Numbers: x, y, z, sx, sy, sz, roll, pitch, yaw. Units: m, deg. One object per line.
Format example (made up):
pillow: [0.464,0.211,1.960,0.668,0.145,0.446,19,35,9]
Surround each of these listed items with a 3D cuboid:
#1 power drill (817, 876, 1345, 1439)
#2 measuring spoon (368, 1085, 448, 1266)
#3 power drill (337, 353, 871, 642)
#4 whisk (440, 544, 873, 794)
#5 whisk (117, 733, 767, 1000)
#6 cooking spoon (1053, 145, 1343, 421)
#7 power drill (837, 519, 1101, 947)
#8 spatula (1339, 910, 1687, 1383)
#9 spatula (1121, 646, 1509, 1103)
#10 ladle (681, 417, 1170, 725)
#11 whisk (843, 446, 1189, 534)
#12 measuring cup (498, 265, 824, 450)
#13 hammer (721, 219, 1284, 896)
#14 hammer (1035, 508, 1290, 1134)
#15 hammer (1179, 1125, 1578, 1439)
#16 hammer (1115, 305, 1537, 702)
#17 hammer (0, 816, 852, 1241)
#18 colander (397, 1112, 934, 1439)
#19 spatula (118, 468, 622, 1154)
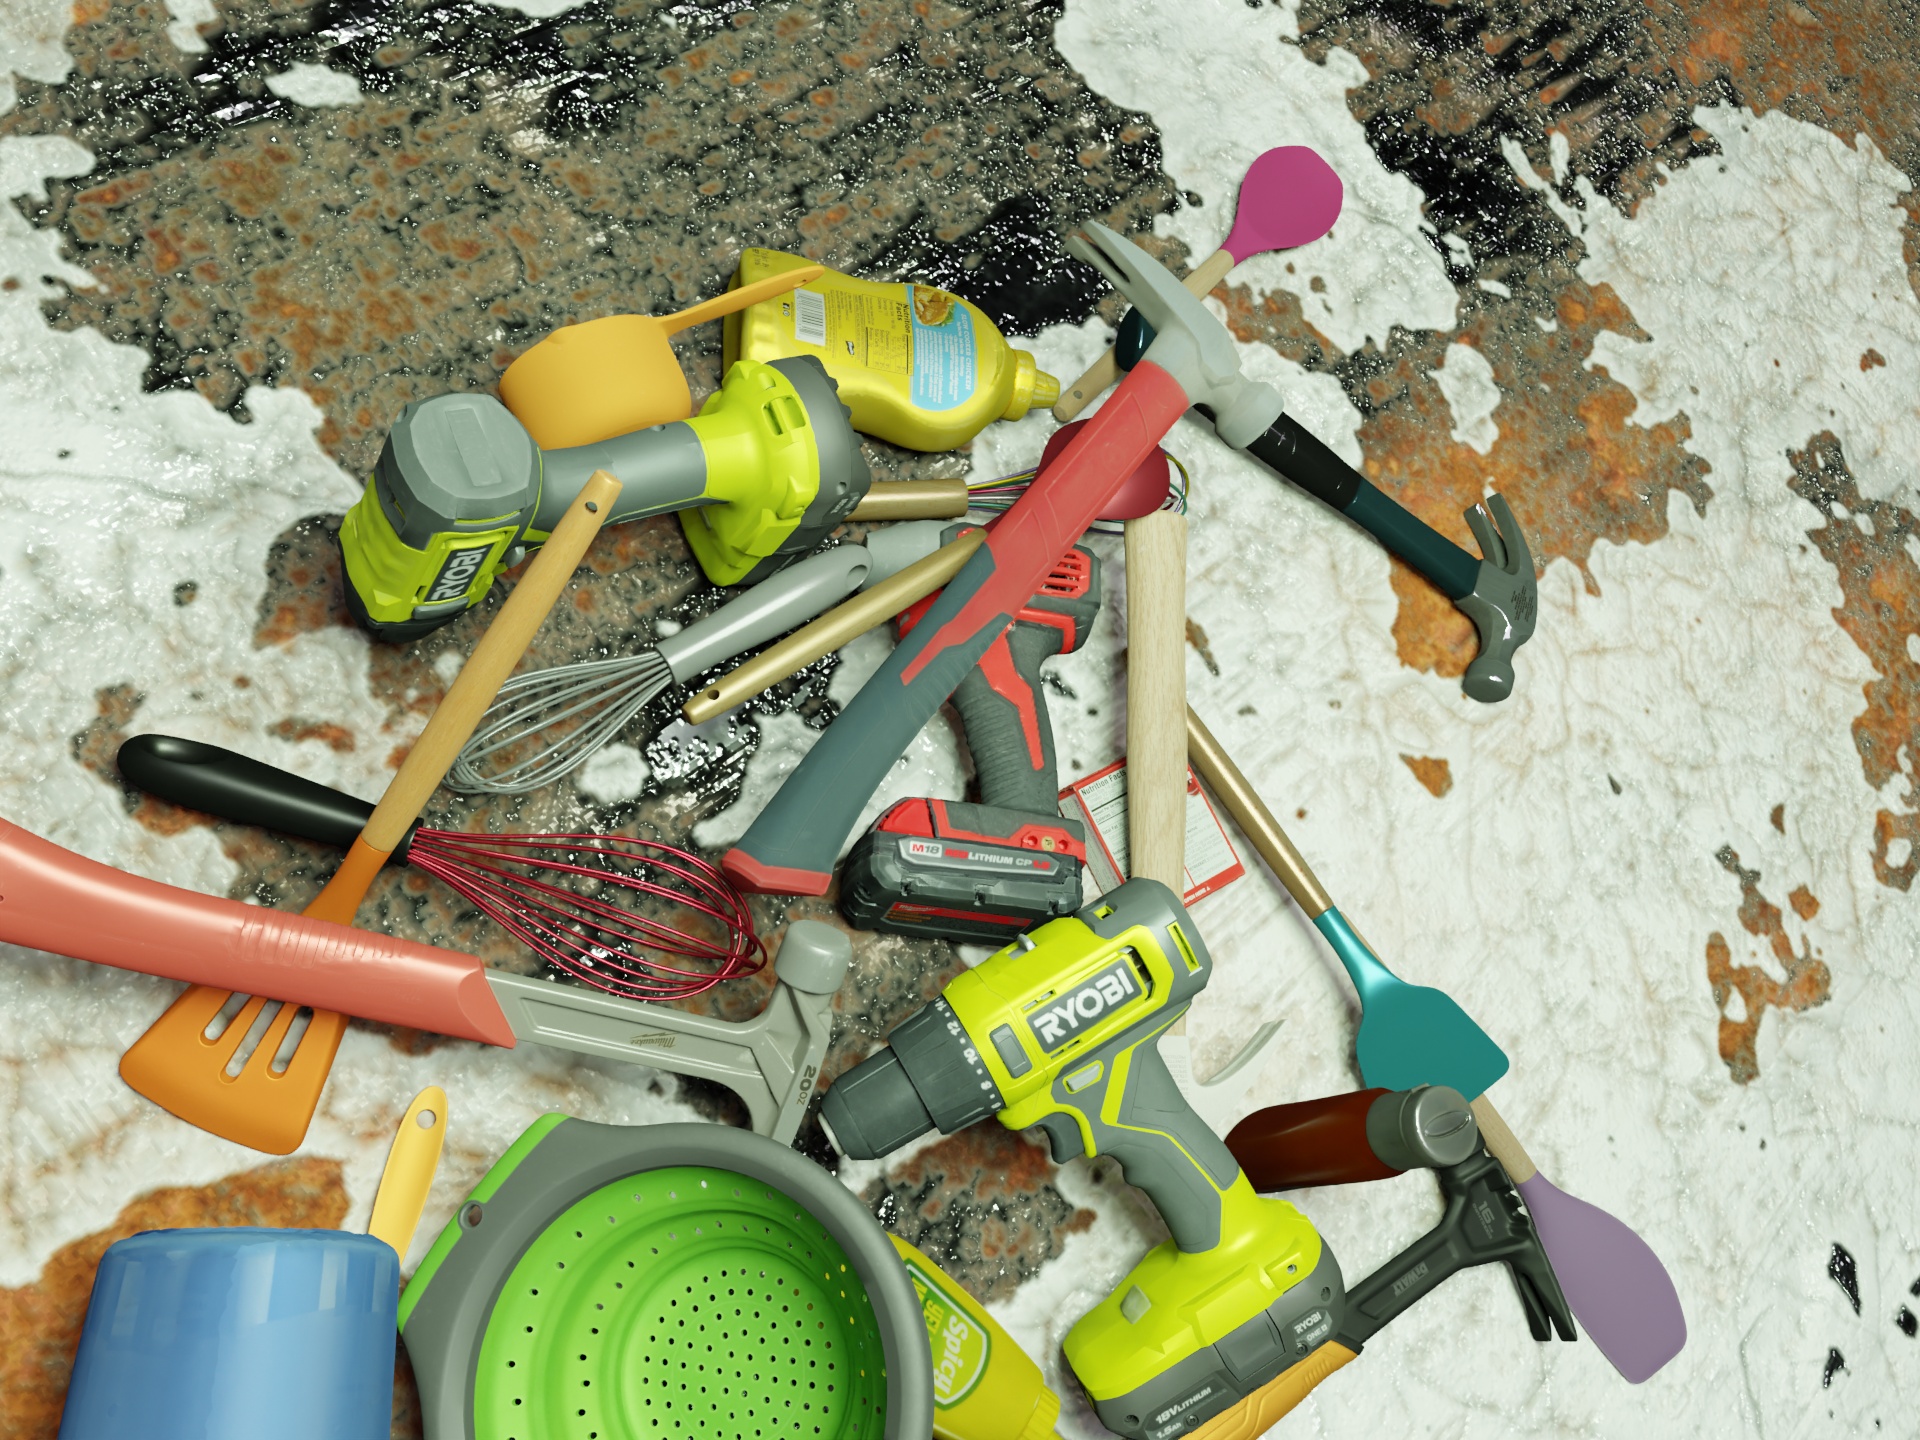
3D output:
power drill: [0.060,0.212,0.743,0.190,0.080,0.228,-30,97,-8]
measuring spoon: [-0.243,0.215,0.683,0.021,0.011,0.117,16,63,-12]
power drill: [-0.170,-0.098,0.740,0.223,0.171,0.080,-17,79,-36]
whisk: [-0.143,-0.030,0.770,0.239,0.055,0.055,-30,86,-21]
whisk: [-0.226,0.061,0.713,0.295,0.073,0.073,20,66,-10]
cooking spoon: [0.155,-0.283,1.019,0.069,0.017,0.319,45,61,-3]
power drill: [-0.001,-0.003,0.821,0.143,0.078,0.220,9,65,-12]
spatula: [0.309,0.237,0.907,0.060,0.018,0.316,-37,89,-8]
spatula: [0.186,0.088,0.896,0.082,0.044,0.317,-35,80,2]
ladle: [-0.008,-0.079,0.803,0.315,0.031,0.069,-33,73,-26]
whisk: [0.021,-0.122,0.896,0.245,0.047,0.051,-5,63,-20]
measuring cup: [-0.140,-0.173,0.793,0.173,0.095,0.052,-23,85,-3]
hammer: [0.006,-0.077,0.772,0.143,0.038,0.386,43,69,-10]
hammer: [0.106,0.049,0.837,0.130,0.031,0.331,4,77,-12]
hammer: [0.173,0.335,0.809,0.337,0.034,0.127,-22,81,-28]
hammer: [0.231,-0.148,0.988,0.331,0.033,0.128,33,62,-15]
hammer: [-0.230,0.116,0.650,0.358,0.037,0.149,17,102,-22]
colander: [-0.041,0.316,0.627,0.397,0.094,0.204,34,82,18]
spatula: [-0.231,0.034,0.658,0.081,0.041,0.322,33,100,-14]
